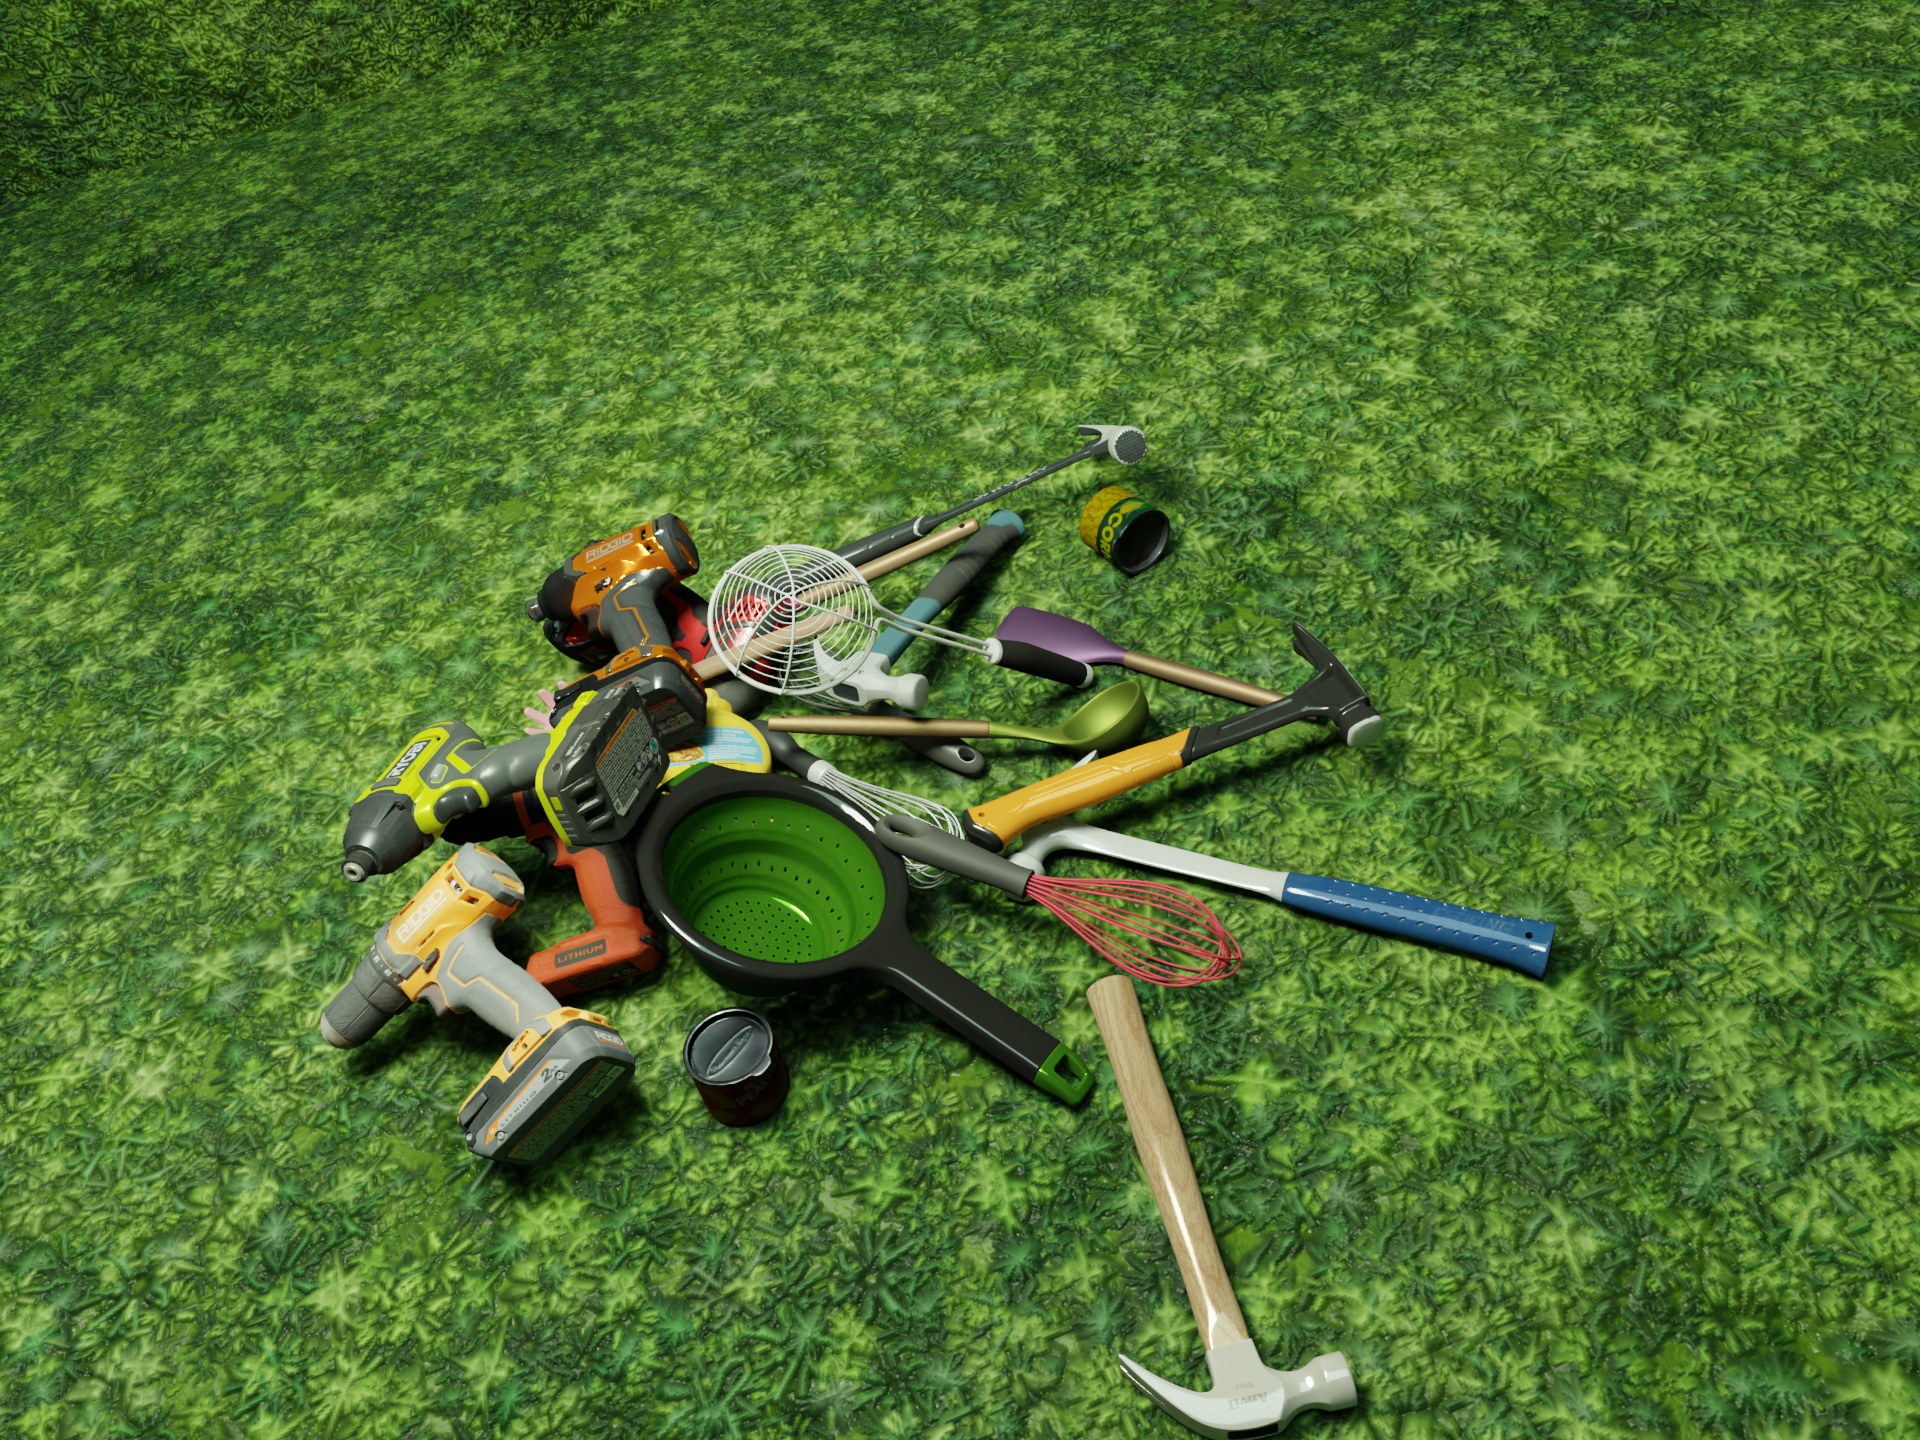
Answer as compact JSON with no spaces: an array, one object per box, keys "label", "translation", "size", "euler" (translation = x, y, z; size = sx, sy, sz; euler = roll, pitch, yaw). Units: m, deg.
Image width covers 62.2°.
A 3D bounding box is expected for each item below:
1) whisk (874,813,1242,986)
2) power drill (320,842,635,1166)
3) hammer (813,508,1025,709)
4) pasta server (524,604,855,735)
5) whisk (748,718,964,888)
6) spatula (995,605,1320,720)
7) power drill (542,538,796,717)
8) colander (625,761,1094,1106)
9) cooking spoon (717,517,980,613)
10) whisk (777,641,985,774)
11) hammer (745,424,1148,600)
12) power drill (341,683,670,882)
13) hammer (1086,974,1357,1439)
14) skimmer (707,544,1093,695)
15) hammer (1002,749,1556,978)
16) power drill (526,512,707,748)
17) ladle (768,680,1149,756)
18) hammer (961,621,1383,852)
[{"label":"whisk","translation":[0.069,0.129,1.189],"size":[0.296,0.073,0.073],"euler":[20,53,16]},{"label":"power drill","translation":[-0.367,0.226,1.179],"size":[0.185,0.084,0.226],"euler":[-45,61,0]},{"label":"hammer","translation":[-0.023,-0.110,1.451],"size":[0.128,0.033,0.331],"euler":[9,36,26]},{"label":"pasta server","translation":[-0.240,-0.044,1.402],"size":[0.316,0.040,0.060],"euler":[-20,53,14]},{"label":"whisk","translation":[-0.096,0.059,1.336],"size":[0.070,0.070,0.285],"euler":[-39,46,-24]},{"label":"spatula","translation":[0.169,-0.047,1.403],"size":[0.316,0.018,0.060],"euler":[18,56,29]},{"label":"power drill","translation":[-0.270,-0.076,1.479],"size":[0.220,0.078,0.143],"euler":[21,81,24]},{"label":"colander","translation":[-0.081,0.184,1.191],"size":[0.397,0.094,0.204],"euler":[32,41,15]},{"label":"cooking spoon","translation":[-0.127,-0.120,1.492],"size":[0.319,0.017,0.069],"euler":[-23,54,13]},{"label":"whisk","translation":[-0.072,-0.010,1.406],"size":[0.239,0.055,0.055],"euler":[28,58,29]},{"label":"hammer","translation":[-0.020,-0.200,1.555],"size":[0.409,0.036,0.149],"euler":[-24,17,-1]},{"label":"power drill","translation":[-0.348,0.052,1.197],"size":[0.223,0.080,0.171],"euler":[-11,29,19]},{"label":"hammer","translation":[0.139,0.307,1.050],"size":[0.130,0.031,0.332],"euler":[-15,44,-2]},{"label":"skimmer","translation":[-0.036,-0.058,1.302],"size":[0.090,0.363,0.127],"euler":[-27,63,38]},{"label":"hammer","translation":[0.239,0.119,1.210],"size":[0.406,0.035,0.144],"euler":[12,50,24]},{"label":"power drill","translation":[-0.303,-0.068,1.382],"size":[0.164,0.084,0.227],"euler":[-22,49,10]},{"label":"ladle","translation":[-0.002,-0.004,1.337],"size":[0.320,0.062,0.078],"euler":[2,23,0]},{"label":"hammer","translation":[0.158,0.024,1.272],"size":[0.337,0.034,0.127],"euler":[-21,46,-7]}]
